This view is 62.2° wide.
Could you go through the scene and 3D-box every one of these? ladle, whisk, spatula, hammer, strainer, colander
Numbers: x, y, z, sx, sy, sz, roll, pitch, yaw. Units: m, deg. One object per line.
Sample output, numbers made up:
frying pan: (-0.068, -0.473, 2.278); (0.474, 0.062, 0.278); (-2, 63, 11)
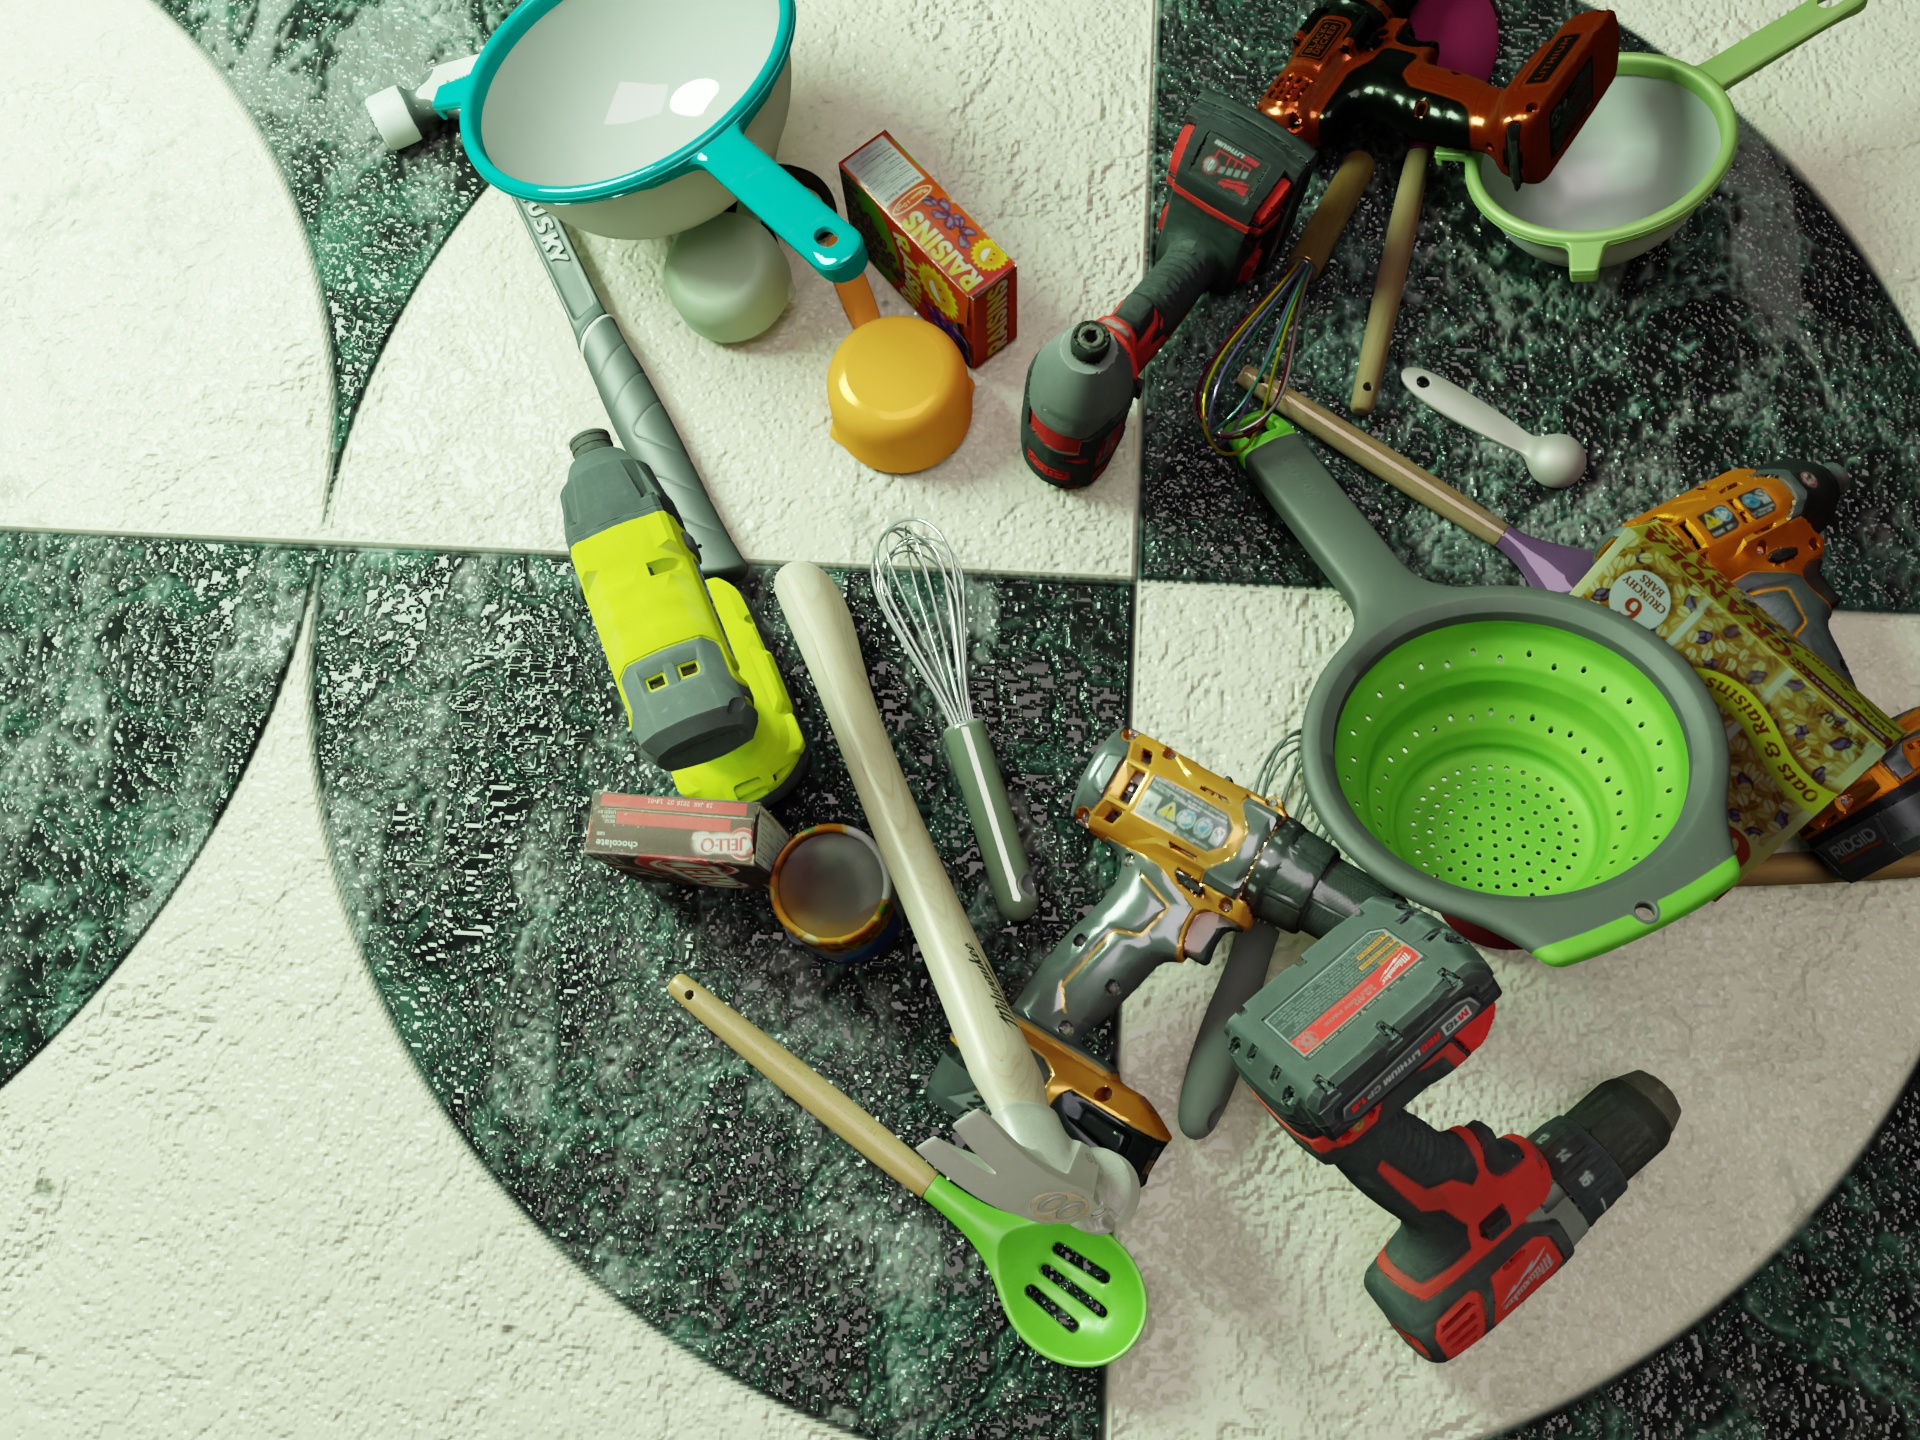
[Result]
ladle: (0.423, 0.085, 0.879); (0.315, 0.031, 0.069); (-3, 74, 0)
whisk: (0.164, 0.114, 0.872); (0.055, 0.055, 0.239); (19, 80, 7)
spatula: (0.297, -0.122, 0.943); (0.316, 0.018, 0.060); (36, 80, 10)
hammer: (-0.230, -0.258, 0.996); (0.149, 0.036, 0.409); (-26, 76, -6)
strainer: (0.431, -0.354, 0.961); (0.256, 0.069, 0.152); (-32, 55, 2)
whisk: (-0.001, -0.003, 0.915); (0.059, 0.057, 0.246); (-25, 76, 31)
hammer: (-0.032, 0.059, 0.802); (0.038, 0.146, 0.411); (-36, 51, 13)
whisk: (0.199, -0.255, 0.963); (0.047, 0.051, 0.245); (33, 67, -8)
colander: (0.252, -0.023, 0.879); (0.204, 0.094, 0.398); (-24, 53, -4)
strainer: (-0.145, -0.321, 0.920); (0.211, 0.095, 0.341); (-40, 60, -5)

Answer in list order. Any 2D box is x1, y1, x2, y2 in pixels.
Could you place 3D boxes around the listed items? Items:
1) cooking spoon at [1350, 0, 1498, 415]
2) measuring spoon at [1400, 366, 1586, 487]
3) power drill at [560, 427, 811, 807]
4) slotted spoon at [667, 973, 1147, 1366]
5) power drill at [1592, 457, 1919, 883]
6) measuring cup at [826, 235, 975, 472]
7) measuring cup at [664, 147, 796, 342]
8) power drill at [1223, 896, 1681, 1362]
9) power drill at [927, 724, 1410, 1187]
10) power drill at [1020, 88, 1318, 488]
cooking spoon: (0.284, -0.334, 1.001); (0.069, 0.017, 0.319); (14, 75, 7)
measuring spoon: (0.321, -0.182, 0.958); (0.124, 0.018, 0.034); (33, 79, 11)
power drill: (-0.146, -0.042, 0.835); (0.080, 0.223, 0.171); (-22, 75, -4)
slotted spoon: (-0.035, 0.233, 0.859); (0.314, 0.031, 0.070); (35, 79, 13)
power drill: (0.481, -0.043, 0.879); (0.164, 0.084, 0.227); (-26, 71, -17)
measuring cup: (-0.052, -0.237, 0.972); (0.095, 0.052, 0.174); (-21, 74, -3)
measuring cup: (-0.137, -0.320, 0.986); (0.083, 0.038, 0.167); (9, 83, 11)
power drill: (0.251, 0.192, 0.782); (0.188, 0.080, 0.226); (-38, 117, -6)
power drill: (0.109, 0.138, 0.826); (0.185, 0.084, 0.226); (28, 85, 21)
power drill: (0.112, -0.247, 0.922); (0.078, 0.143, 0.220); (33, 77, 8)
